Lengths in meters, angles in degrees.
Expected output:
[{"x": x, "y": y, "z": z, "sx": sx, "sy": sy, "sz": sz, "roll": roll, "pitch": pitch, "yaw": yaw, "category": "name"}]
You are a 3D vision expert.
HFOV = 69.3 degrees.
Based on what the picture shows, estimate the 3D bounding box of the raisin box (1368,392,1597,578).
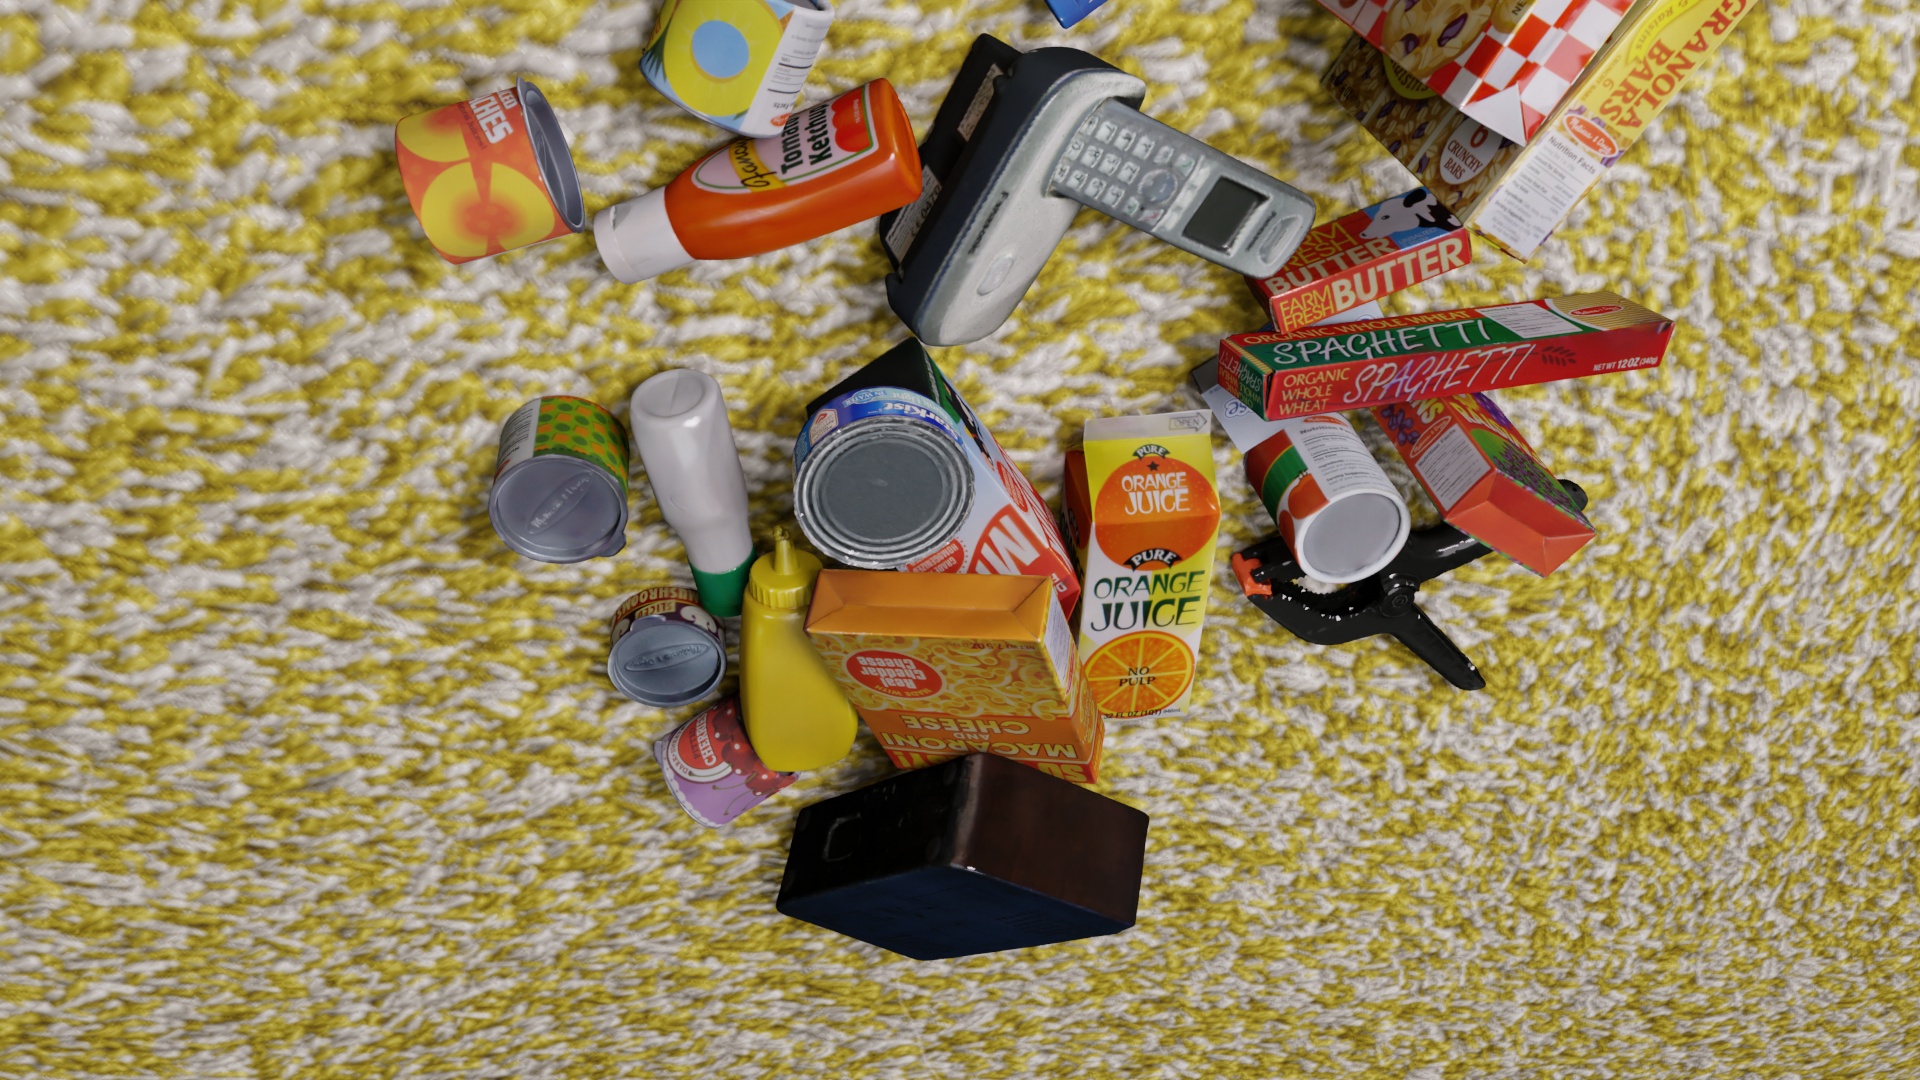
[{"x": 0.275, "y": -0.046, "z": 0.749, "sx": 0.086, "sy": 0.124, "sz": 0.040, "roll": 24, "pitch": 120, "yaw": -26, "category": "raisin box"}]

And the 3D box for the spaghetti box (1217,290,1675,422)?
[{"x": 0.254, "y": -0.099, "z": 0.724, "sx": 0.251, "sy": 0.050, "sz": 0.028, "roll": -9, "pitch": 122, "yaw": -18, "category": "spaghetti box"}]

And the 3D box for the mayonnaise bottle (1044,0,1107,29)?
[{"x": 0.097, "y": -0.276, "z": 0.590, "sx": 0.148, "sy": 0.041, "sz": 0.064, "roll": -33, "pitch": 128, "yaw": 12, "category": "mayonnaise bottle"}]

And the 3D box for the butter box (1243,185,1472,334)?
[{"x": 0.199, "y": -0.142, "z": 0.705, "sx": 0.103, "sy": 0.053, "sz": 0.024, "roll": -21, "pitch": 126, "yaw": 4, "category": "butter box"}]

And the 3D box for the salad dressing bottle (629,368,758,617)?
[{"x": -0.133, "y": -0.020, "z": 0.726, "sx": 0.044, "sy": 0.064, "sz": 0.146, "roll": -3, "pitch": 136, "yaw": 4, "category": "salad dressing bottle"}]

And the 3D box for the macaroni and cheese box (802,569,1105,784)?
[{"x": 0.003, "y": 0.075, "z": 0.743, "sx": 0.124, "sy": 0.040, "sz": 0.165, "roll": 1, "pitch": 147, "yaw": 18, "category": "macaroni and cheese box"}]

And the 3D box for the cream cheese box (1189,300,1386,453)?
[{"x": 0.183, "y": -0.096, "z": 0.755, "sx": 0.103, "sy": 0.024, "sz": 0.053, "roll": -32, "pitch": 127, "yaw": 13, "category": "cream cheese box"}]

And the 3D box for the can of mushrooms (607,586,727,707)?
[{"x": -0.168, "y": 0.059, "z": 0.794, "sx": 0.071, "sy": 0.033, "sz": 0.070, "roll": -5, "pitch": 128, "yaw": -7, "category": "can of mushrooms"}]

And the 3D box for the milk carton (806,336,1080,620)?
[{"x": 0.003, "y": -0.009, "z": 0.752, "sx": 0.073, "sy": 0.073, "sz": 0.190, "roll": -32, "pitch": 127, "yaw": 12, "category": "milk carton"}]

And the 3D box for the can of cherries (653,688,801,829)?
[{"x": -0.138, "y": 0.129, "z": 0.830, "sx": 0.058, "sy": 0.072, "sz": 0.071, "roll": -32, "pitch": 126, "yaw": 13, "category": "can of cherries"}]

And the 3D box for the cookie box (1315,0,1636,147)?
[{"x": 0.209, "y": -0.249, "z": 0.554, "sx": 0.040, "sy": 0.168, "sz": 0.122, "roll": 17, "pitch": 121, "yaw": -26, "category": "cookie box"}]

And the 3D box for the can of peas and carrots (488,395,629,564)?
[{"x": -0.199, "y": -0.030, "z": 0.703, "sx": 0.071, "sy": 0.059, "sz": 0.070, "roll": -6, "pitch": 128, "yaw": -8, "category": "can of peas and carrots"}]

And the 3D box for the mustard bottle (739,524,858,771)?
[{"x": -0.090, "y": 0.055, "z": 0.758, "sx": 0.065, "sy": 0.049, "sz": 0.159, "roll": -7, "pitch": 125, "yaw": -11, "category": "mustard bottle"}]

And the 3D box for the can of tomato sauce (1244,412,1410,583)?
[{"x": 0.204, "y": -0.024, "z": 0.776, "sx": 0.071, "sy": 0.083, "sz": 0.070, "roll": -6, "pitch": 127, "yaw": -7, "category": "can of tomato sauce"}]

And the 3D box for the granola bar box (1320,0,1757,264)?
[{"x": 0.232, "y": -0.210, "z": 0.589, "sx": 0.039, "sy": 0.166, "sz": 0.123, "roll": 24, "pitch": 119, "yaw": -25, "category": "granola bar box"}]

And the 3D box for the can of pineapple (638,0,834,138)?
[{"x": -0.095, "y": -0.212, "z": 0.583, "sx": 0.071, "sy": 0.071, "sz": 0.057, "roll": 19, "pitch": 121, "yaw": -24, "category": "can of pineapple"}]

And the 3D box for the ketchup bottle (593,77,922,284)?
[{"x": -0.093, "y": -0.157, "z": 0.630, "sx": 0.149, "sy": 0.065, "sz": 0.043, "roll": -18, "pitch": 142, "yaw": 13, "category": "ketchup bottle"}]

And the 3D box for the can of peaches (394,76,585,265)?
[{"x": -0.203, "y": -0.160, "z": 0.600, "sx": 0.058, "sy": 0.071, "sz": 0.071, "roll": -16, "pitch": 128, "yaw": 1, "category": "can of peaches"}]

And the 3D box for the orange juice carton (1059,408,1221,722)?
[{"x": 0.097, "y": 0.010, "z": 0.786, "sx": 0.072, "sy": 0.073, "sz": 0.191, "roll": -4, "pitch": 127, "yaw": -8, "category": "orange juice carton"}]
